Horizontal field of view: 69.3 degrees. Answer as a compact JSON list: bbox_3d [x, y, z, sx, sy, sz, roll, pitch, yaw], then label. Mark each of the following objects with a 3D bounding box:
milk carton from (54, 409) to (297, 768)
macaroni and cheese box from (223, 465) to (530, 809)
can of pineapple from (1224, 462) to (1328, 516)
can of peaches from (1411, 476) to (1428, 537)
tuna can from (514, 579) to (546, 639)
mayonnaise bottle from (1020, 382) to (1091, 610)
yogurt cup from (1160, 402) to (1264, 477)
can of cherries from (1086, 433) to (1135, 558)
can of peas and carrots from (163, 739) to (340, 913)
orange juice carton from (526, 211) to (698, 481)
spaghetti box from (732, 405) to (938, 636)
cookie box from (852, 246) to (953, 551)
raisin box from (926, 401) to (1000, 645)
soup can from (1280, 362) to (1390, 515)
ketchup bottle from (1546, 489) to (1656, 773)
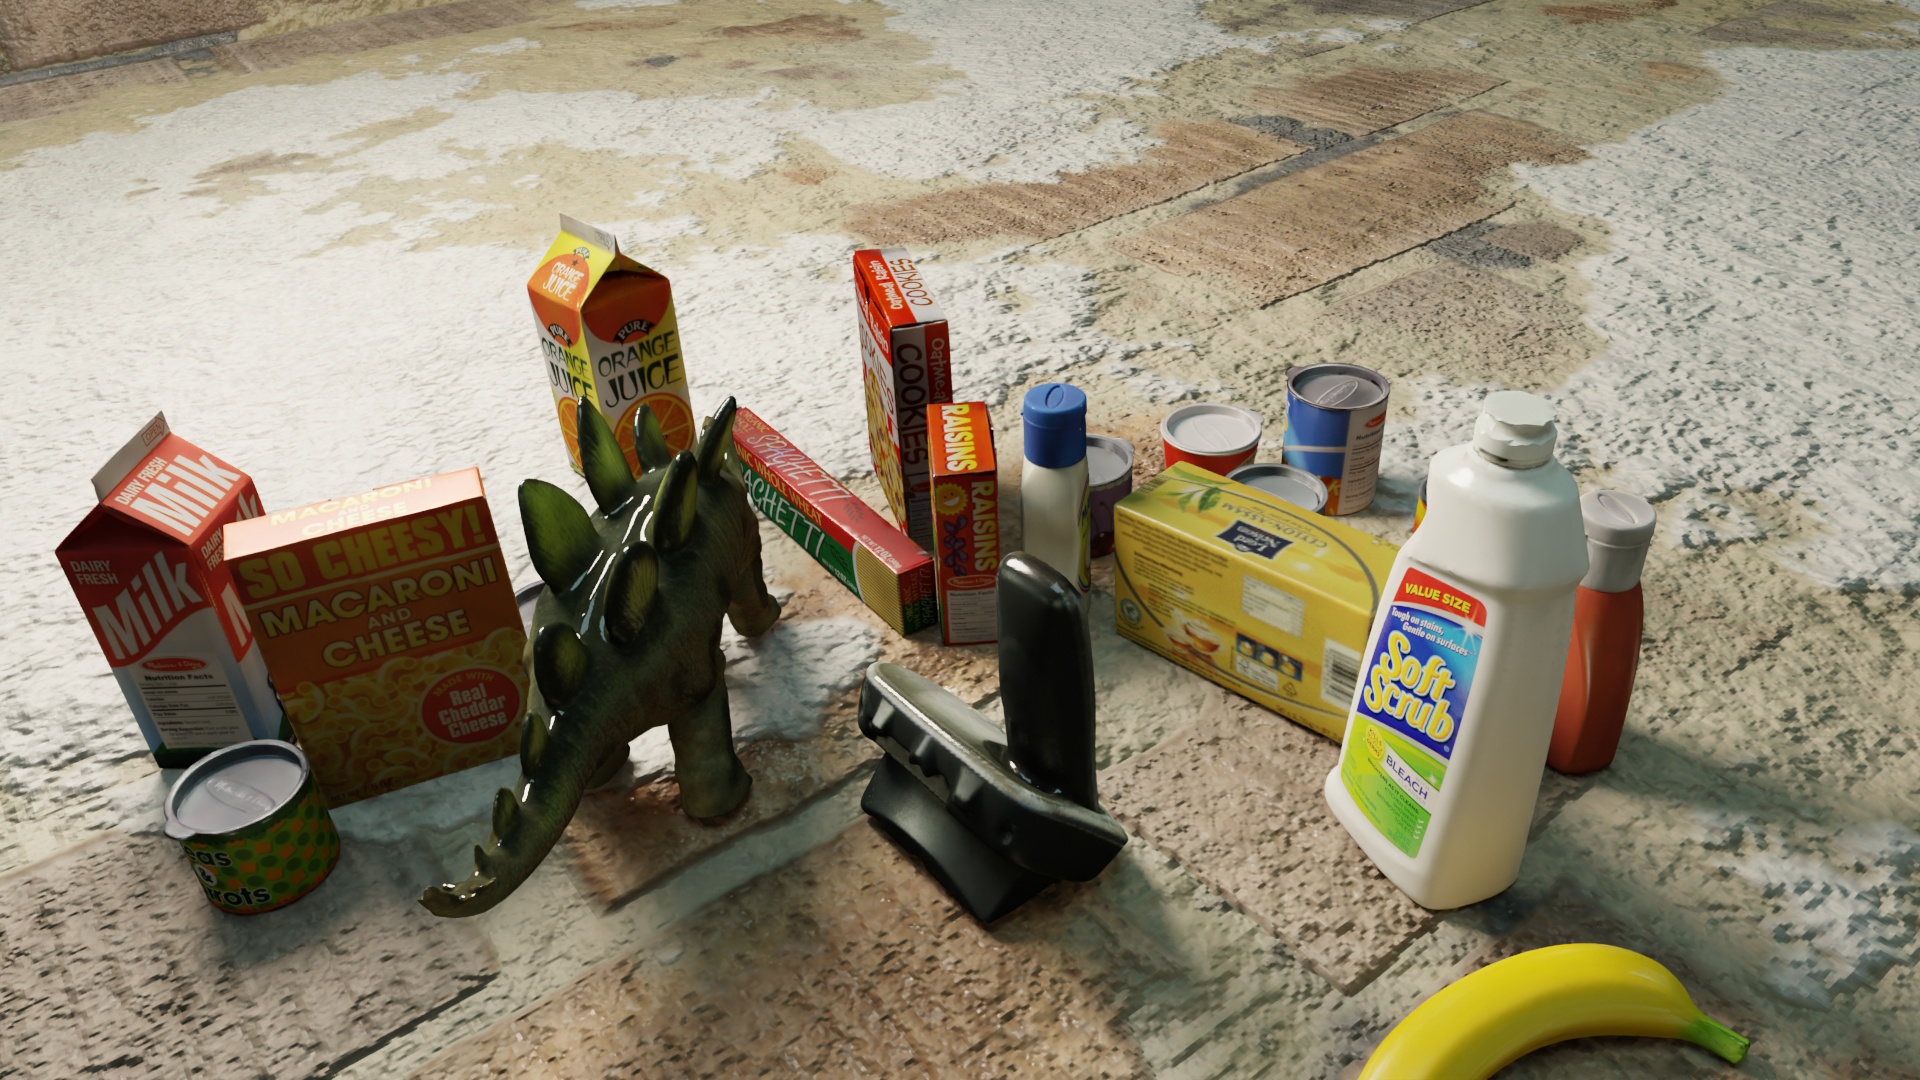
[{"bbox_3d":[-0.417,0.029,0.753,0.073,0.189,0.073,-2,34,2],"label":"milk carton"},{"bbox_3d":[-0.295,0.052,0.731,0.124,0.165,0.040,-16,36,-18],"label":"macaroni and cheese box"},{"bbox_3d":[0.194,-0.008,0.876,0.071,0.057,0.071,-2,34,2],"label":"can of pineapple"},{"bbox_3d":[0.315,-0.005,0.863,0.071,0.057,0.071,-2,34,2],"label":"can of peaches"},{"bbox_3d":[-0.243,0.054,0.842,0.071,0.032,0.071,-2,34,1],"label":"tuna can"},{"bbox_3d":[0.057,-0.020,0.826,0.041,0.147,0.065,5,35,12],"label":"mayonnaise bottle"},{"bbox_3d":[0.171,-0.056,0.953,0.072,0.053,0.073,-2,34,2],"label":"yogurt cup"},{"bbox_3d":[0.083,-0.030,0.918,0.071,0.058,0.072,-2,34,2],"label":"can of cherries"},{"bbox_3d":[-0.354,0.145,0.694,0.071,0.058,0.071,-2,34,2],"label":"can of peas and carrots"},{"bbox_3d":[-0.244,-0.132,0.975,0.073,0.191,0.072,-30,42,-34],"label":"orange juice carton"},{"bbox_3d":[-0.096,-0.019,0.923,0.029,0.050,0.251,-23,39,-27],"label":"spaghetti box"},{"bbox_3d":[-0.037,-0.095,0.926,0.040,0.166,0.123,-11,35,-11],"label":"cookie box"},{"bbox_3d":[0.003,-0.011,0.838,0.040,0.122,0.086,-4,34,-1],"label":"raisin box"},{"bbox_3d":[0.250,-0.070,0.941,0.071,0.083,0.072,-2,34,2],"label":"soup can"},{"bbox_3d":[0.318,0.046,0.708,0.043,0.148,0.065,-9,34,-9],"label":"ketchup bottle"}]
